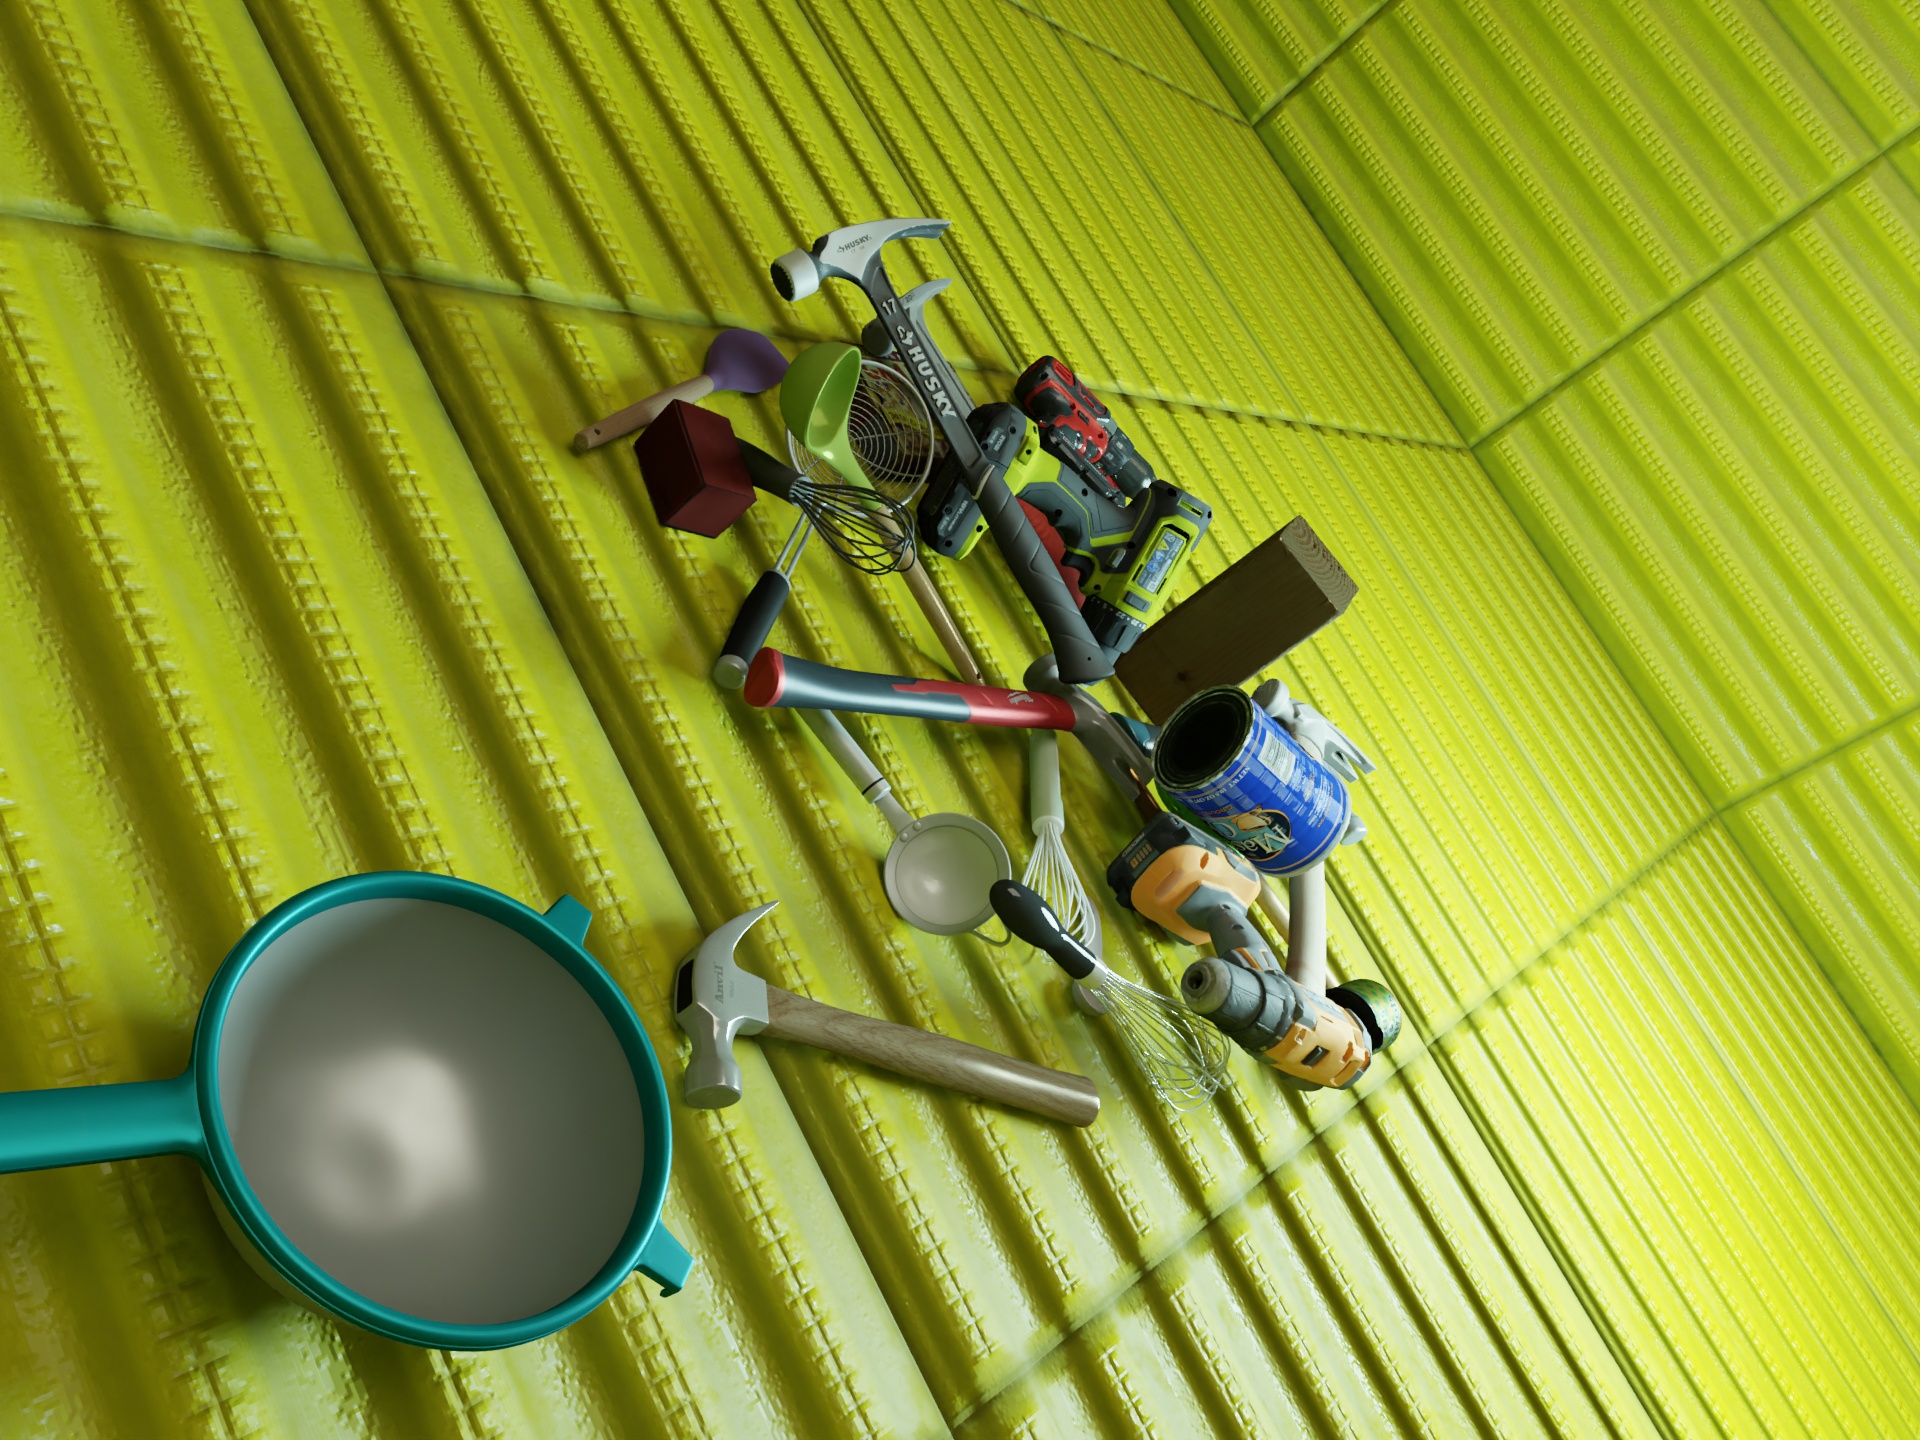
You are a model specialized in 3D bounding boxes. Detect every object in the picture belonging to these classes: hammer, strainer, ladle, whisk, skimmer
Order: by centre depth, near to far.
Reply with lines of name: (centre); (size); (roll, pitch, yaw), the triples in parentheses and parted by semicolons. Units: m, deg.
strainer: (-0.279, 0.171, 0.633); (0.340, 0.095, 0.211); (7, 50, -47)
hammer: (-0.034, 0.201, 0.978); (0.331, 0.031, 0.130); (25, 41, -38)
strainer: (-0.052, 0.054, 1.093); (0.087, 0.050, 0.258); (-37, 82, -15)
whisk: (0.106, 0.190, 1.103); (0.284, 0.070, 0.070); (44, 31, -34)
whisk: (-0.112, -0.160, 1.125); (0.239, 0.055, 0.055); (32, 15, 39)
hammer: (-0.002, -0.004, 1.153); (0.386, 0.038, 0.143); (5, 40, -52)
skimmer: (-0.104, -0.151, 1.180); (0.127, 0.090, 0.364); (41, 33, -18)
ladle: (-0.043, -0.140, 1.189); (0.078, 0.062, 0.319); (-57, 132, -34)
whisk: (0.068, 0.087, 1.212); (0.059, 0.057, 0.247); (7, 39, -5)
hammer: (0.012, -0.208, 1.255); (0.149, 0.036, 0.409); (-31, 95, -22)
hammer: (0.306, 0.143, 1.377); (0.146, 0.038, 0.411); (37, 40, -22)
hammer: (0.042, -0.224, 1.430); (0.359, 0.037, 0.149); (57, 35, -13)
hammer: (0.251, 0.039, 1.464); (0.330, 0.033, 0.128); (13, 45, -42)

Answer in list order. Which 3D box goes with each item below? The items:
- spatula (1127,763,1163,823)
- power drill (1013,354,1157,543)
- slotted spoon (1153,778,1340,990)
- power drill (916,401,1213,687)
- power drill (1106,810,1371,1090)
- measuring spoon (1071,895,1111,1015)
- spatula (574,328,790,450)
spatula: (0.227, 0.166, 1.342); (0.081, 0.041, 0.323); (-12, 68, -55)
power drill: (0.124, -0.258, 1.602); (0.187, 0.080, 0.227); (42, 30, -17)
slotted spoon: (0.254, 0.141, 1.385); (0.313, 0.031, 0.070); (52, 41, -17)
power drill: (0.081, -0.150, 1.365); (0.228, 0.190, 0.080); (27, 9, -20)
power drill: (0.194, 0.167, 1.193); (0.185, 0.084, 0.226); (29, 19, -38)
measuring spoon: (0.094, 0.176, 1.190); (0.034, 0.018, 0.124); (40, 27, -21)
spatula: (-0.208, -0.254, 1.216); (0.059, 0.018, 0.316); (48, 31, -6)
